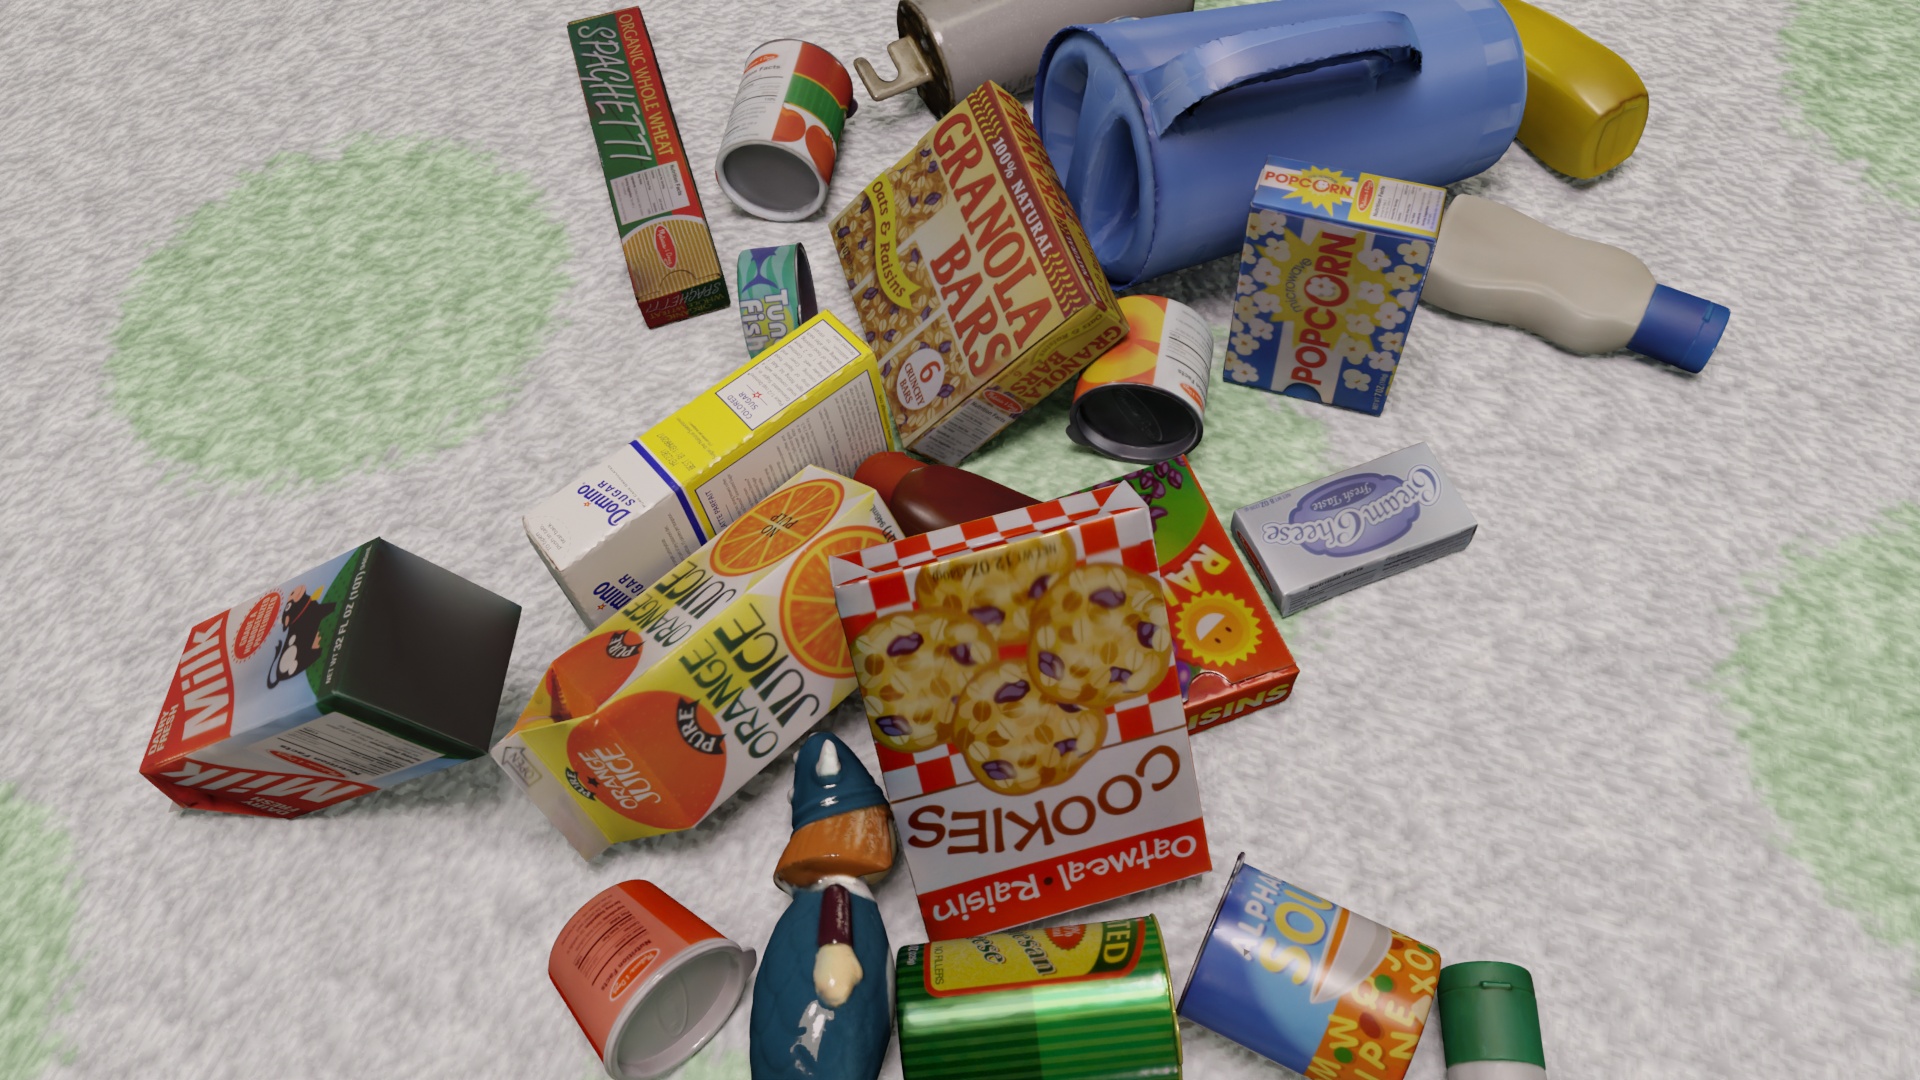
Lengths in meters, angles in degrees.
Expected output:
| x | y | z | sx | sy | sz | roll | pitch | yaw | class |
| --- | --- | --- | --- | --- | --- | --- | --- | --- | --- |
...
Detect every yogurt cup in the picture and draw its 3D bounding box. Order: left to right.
| x | y | z | sx | sy | sz | roll | pitch | yaw | class |
| --- | --- | --- | --- | --- | --- | --- | --- | --- | --- |
| -0.129 | 0.175 | 0.562 | 0.054 | 0.072 | 0.072 | 34 | 67 | 31 | yogurt cup |

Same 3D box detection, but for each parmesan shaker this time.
| x | y | z | sx | sy | sz | roll | pitch | yaw | class |
| --- | --- | --- | --- | --- | --- | --- | --- | --- | --- |
| 0.029 | 0.185 | 0.537 | 0.103 | 0.071 | 0.071 | -7 | 58 | 0 | parmesan shaker |

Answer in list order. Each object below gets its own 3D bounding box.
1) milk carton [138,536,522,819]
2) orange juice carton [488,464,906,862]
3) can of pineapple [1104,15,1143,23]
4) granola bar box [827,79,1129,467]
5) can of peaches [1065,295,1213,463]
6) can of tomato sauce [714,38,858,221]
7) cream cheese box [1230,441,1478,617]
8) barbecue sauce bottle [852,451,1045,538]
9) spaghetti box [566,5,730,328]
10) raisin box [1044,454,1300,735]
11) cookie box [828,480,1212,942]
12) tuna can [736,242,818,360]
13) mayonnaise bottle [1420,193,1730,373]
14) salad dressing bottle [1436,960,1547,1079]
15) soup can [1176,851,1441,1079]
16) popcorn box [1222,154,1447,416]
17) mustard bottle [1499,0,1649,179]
| x | y | z | sx | sy | sz | roll | pitch | yaw | class |
| --- | --- | --- | --- | --- | --- | --- | --- | --- | --- |
| -0.287 | 0.069 | 0.608 | 0.190 | 0.073 | 0.072 | -20 | 52 | 31 | milk carton |
| -0.107 | 0.055 | 0.614 | 0.193 | 0.071 | 0.073 | -40 | 29 | -18 | orange juice carton |
| 0.101 | -0.259 | 0.808 | 0.071 | 0.070 | 0.058 | -29 | 61 | -12 | can of pineapple |
| 0.003 | -0.139 | 0.720 | 0.124 | 0.039 | 0.166 | -36 | 55 | 25 | granola bar box |
| 0.090 | -0.081 | 0.699 | 0.071 | 0.071 | 0.058 | 8 | 60 | 9 | can of peaches |
| -0.101 | -0.238 | 0.812 | 0.071 | 0.071 | 0.083 | 5 | 60 | 8 | can of tomato sauce |
| 0.189 | -0.006 | 0.669 | 0.104 | 0.024 | 0.053 | -20 | 60 | -7 | cream cheese box |
| 0.002 | -0.008 | 0.640 | 0.065 | 0.043 | 0.149 | -4 | 18 | -35 | barbecue sauce bottle |
| -0.190 | -0.231 | 0.835 | 0.050 | 0.028 | 0.251 | -17 | 59 | -6 | spaghetti box |
| 0.090 | 0.029 | 0.647 | 0.086 | 0.040 | 0.124 | -18 | 60 | -7 | raisin box |
| 0.026 | 0.072 | 0.561 | 0.123 | 0.166 | 0.040 | -14 | 20 | -4 | cookie box |
| -0.096 | -0.123 | 0.738 | 0.033 | 0.070 | 0.071 | -7 | 58 | 3 | tuna can |
| 0.318 | -0.130 | 0.726 | 0.148 | 0.041 | 0.065 | 26 | 66 | 17 | mayonnaise bottle |
| 0.202 | 0.233 | 0.511 | 0.064 | 0.043 | 0.148 | 1 | 58 | 7 | salad dressing bottle |
| 0.135 | 0.169 | 0.539 | 0.084 | 0.071 | 0.071 | 22 | 63 | 16 | soup can |
| 0.180 | -0.123 | 0.682 | 0.085 | 0.126 | 0.038 | 15 | 58 | 13 | popcorn box |
| 0.325 | -0.276 | 0.802 | 0.049 | 0.065 | 0.161 | -26 | 56 | -6 | mustard bottle |
